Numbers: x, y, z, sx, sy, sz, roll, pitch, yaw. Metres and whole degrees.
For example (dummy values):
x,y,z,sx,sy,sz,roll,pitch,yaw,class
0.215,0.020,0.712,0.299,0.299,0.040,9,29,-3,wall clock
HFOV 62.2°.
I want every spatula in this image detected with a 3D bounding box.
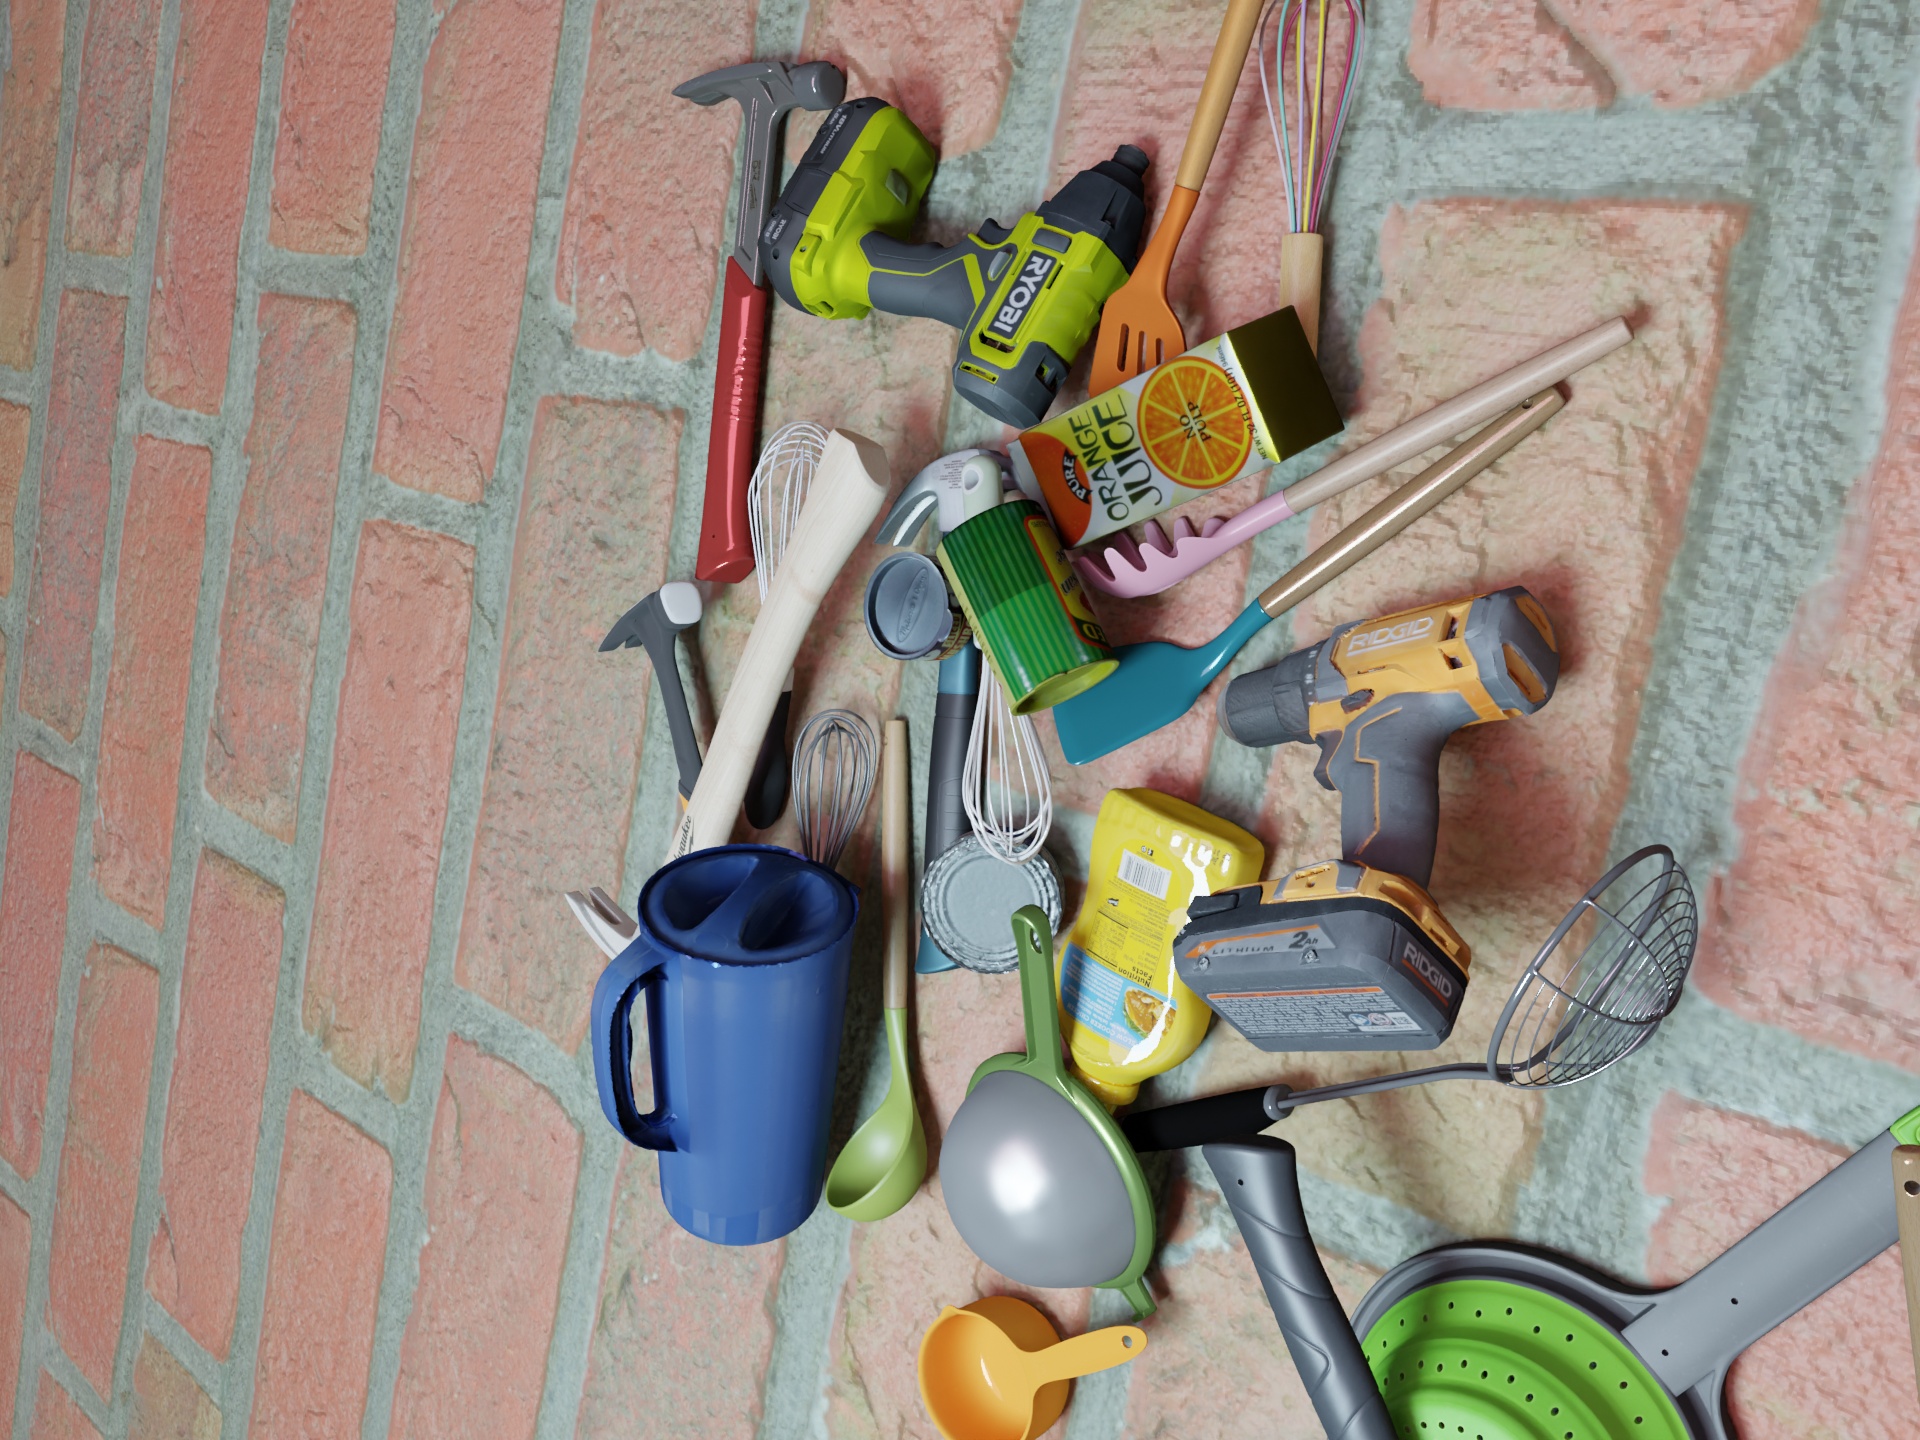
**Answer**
x,y,z,sx,sy,sz,roll,pitch,yaw,class
0.135,-0.311,0.858,0.081,0.041,0.322,33,117,35,spatula
0.177,-0.079,0.847,0.317,0.044,0.082,-38,40,30,spatula

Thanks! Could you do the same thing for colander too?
x,y,z,sx,sy,sz,roll,pitch,yaw,class
0.297,0.303,0.717,0.205,0.094,0.397,51,119,27,colander

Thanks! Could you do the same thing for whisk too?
x,y,z,sx,sy,sz,roll,pitch,yaw,class
-0.122,-0.061,1.082,0.070,0.070,0.284,18,106,37,whisk
-0.092,0.109,1.067,0.055,0.055,0.239,16,105,38,whisk
0.022,-0.038,0.933,0.058,0.059,0.246,-13,77,42,whisk
0.185,-0.280,0.850,0.047,0.051,0.245,12,103,59,whisk

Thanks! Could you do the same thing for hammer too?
x,y,z,sx,sy,sz,roll,pitch,yaw,class
-0.161,-0.278,1.126,0.149,0.036,0.359,10,96,39,hammer
0.203,0.382,0.711,0.149,0.036,0.409,-35,69,36,hammer
-0.149,-0.002,1.044,0.146,0.038,0.410,36,113,29,hammer
-0.002,-0.003,0.998,0.128,0.033,0.331,5,93,38,hammer
-0.186,0.077,1.135,0.127,0.034,0.337,-26,77,54,hammer

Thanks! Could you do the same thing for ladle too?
x,y,z,sx,sy,sz,roll,pitch,yaw,class
-0.053,0.159,1.027,0.078,0.062,0.320,-8,81,64,ladle

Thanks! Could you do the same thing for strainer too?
x,y,z,sx,sy,sz,roll,pitch,yaw,class
0.031,0.225,0.892,0.152,0.069,0.256,21,126,43,strainer

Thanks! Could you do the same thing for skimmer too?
x,y,z,sx,sy,sz,roll,pitch,yaw,class
0.198,0.155,0.803,0.363,0.127,0.090,-28,78,46,skimmer

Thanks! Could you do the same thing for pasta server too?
x,y,z,sx,sy,sz,roll,pitch,yaw,class
0.192,-0.133,0.831,0.316,0.060,0.040,-26,96,36,pasta server

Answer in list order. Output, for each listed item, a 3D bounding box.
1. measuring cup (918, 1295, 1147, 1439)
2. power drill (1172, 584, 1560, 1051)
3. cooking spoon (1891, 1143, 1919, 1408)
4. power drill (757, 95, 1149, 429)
x,y,z,sx,sy,sz,roll,pitch,yaw,class
0.053,0.378,0.943,0.173,0.052,0.095,-31,71,33,measuring cup
0.177,0.043,0.767,0.185,0.084,0.226,-14,42,48,power drill
0.409,0.330,0.652,0.069,0.017,0.319,-7,94,36,cooking spoon
-0.001,-0.291,0.964,0.223,0.080,0.171,30,91,32,power drill
